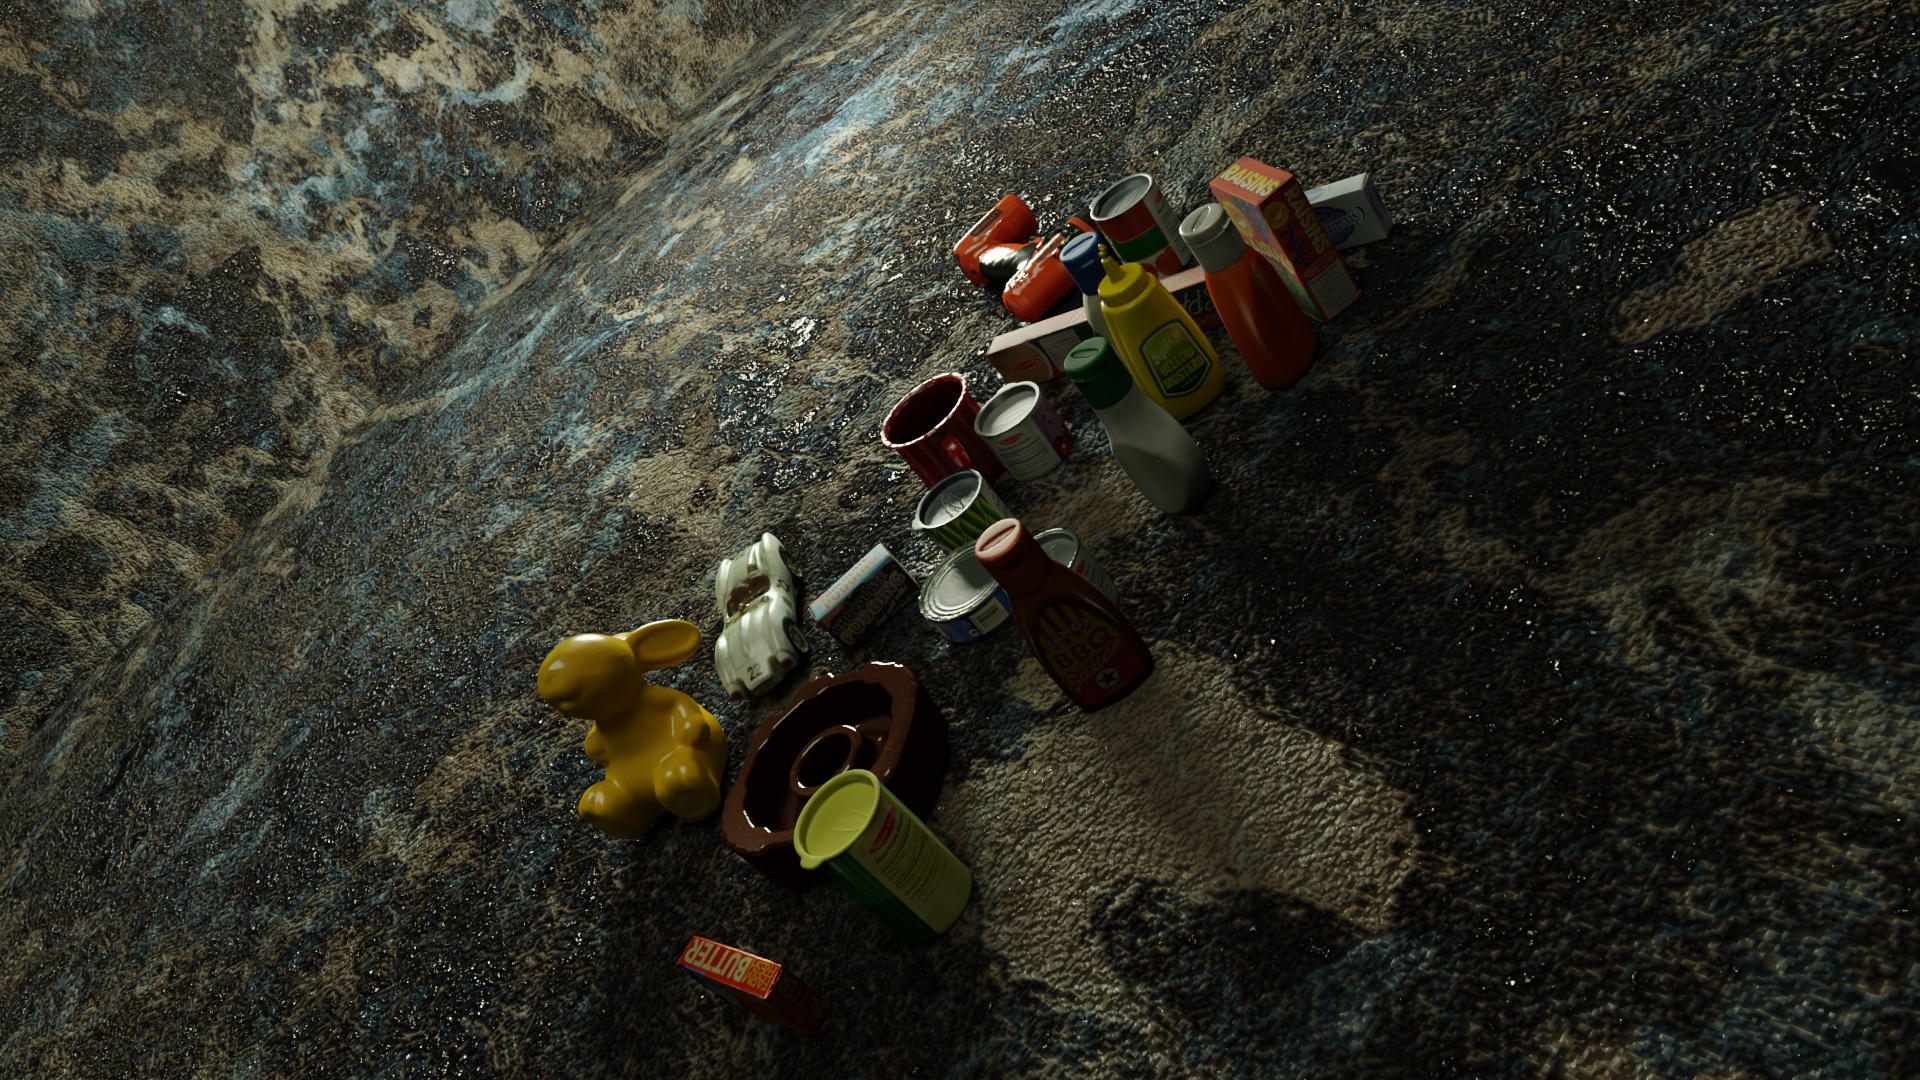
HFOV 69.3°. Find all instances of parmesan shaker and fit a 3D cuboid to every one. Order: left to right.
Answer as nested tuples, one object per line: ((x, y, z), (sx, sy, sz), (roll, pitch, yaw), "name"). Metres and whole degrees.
((-0.049, 0.204, 0.877), (0.071, 0.103, 0.072), (-28, 32, 20), "parmesan shaker")

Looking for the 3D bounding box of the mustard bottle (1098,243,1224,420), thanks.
((0.148, -0.167, 1.090), (0.065, 0.160, 0.049), (-38, 30, 4), "mustard bottle")

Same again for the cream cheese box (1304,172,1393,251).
((0.300, -0.265, 1.156), (0.103, 0.053, 0.024), (-9, 43, 42), "cream cheese box")

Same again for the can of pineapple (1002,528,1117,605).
((0.072, 0.034, 1.011), (0.071, 0.057, 0.071), (-28, 32, 20), "can of pineapple")

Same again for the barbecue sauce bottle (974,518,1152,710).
((0.065, 0.047, 0.913), (0.065, 0.148, 0.044), (-35, 31, 10), "barbecue sauce bottle")

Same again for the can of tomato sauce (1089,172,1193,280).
((0.170, -0.290, 1.302), (0.071, 0.083, 0.071), (-28, 32, 20), "can of tomato sauce")

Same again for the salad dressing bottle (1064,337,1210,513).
((0.129, -0.083, 1.013), (0.064, 0.147, 0.044), (4, 52, 50), "salad dressing bottle")

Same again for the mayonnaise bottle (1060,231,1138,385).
((0.135, -0.186, 1.140), (0.064, 0.147, 0.041), (-31, 32, 15), "mayonnaise bottle")

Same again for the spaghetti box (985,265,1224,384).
((0.137, -0.189, 1.239), (0.249, 0.050, 0.029), (-14, 39, 37), "spaghetti box")

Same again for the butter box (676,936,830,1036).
((-0.136, 0.290, 0.908), (0.103, 0.053, 0.024), (-2, 48, 47), "butter box")

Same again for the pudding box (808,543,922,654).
((-0.080, 0.049, 1.166), (0.084, 0.049, 0.030), (-42, 30, -3), "pudding box")

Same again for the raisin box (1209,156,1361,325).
((0.257, -0.238, 1.099), (0.040, 0.123, 0.086), (-39, 30, 3), "raisin box")

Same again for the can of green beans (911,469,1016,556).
((0.006, -0.016, 1.148), (0.071, 0.057, 0.071), (-28, 32, 20), "can of green beans")

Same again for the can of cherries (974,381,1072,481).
((0.055, -0.095, 1.197), (0.071, 0.058, 0.072), (-28, 32, 20), "can of cherries")

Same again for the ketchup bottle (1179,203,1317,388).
((0.217, -0.187, 1.050), (0.043, 0.148, 0.065), (-4, 46, 46), "ketchup bottle")
